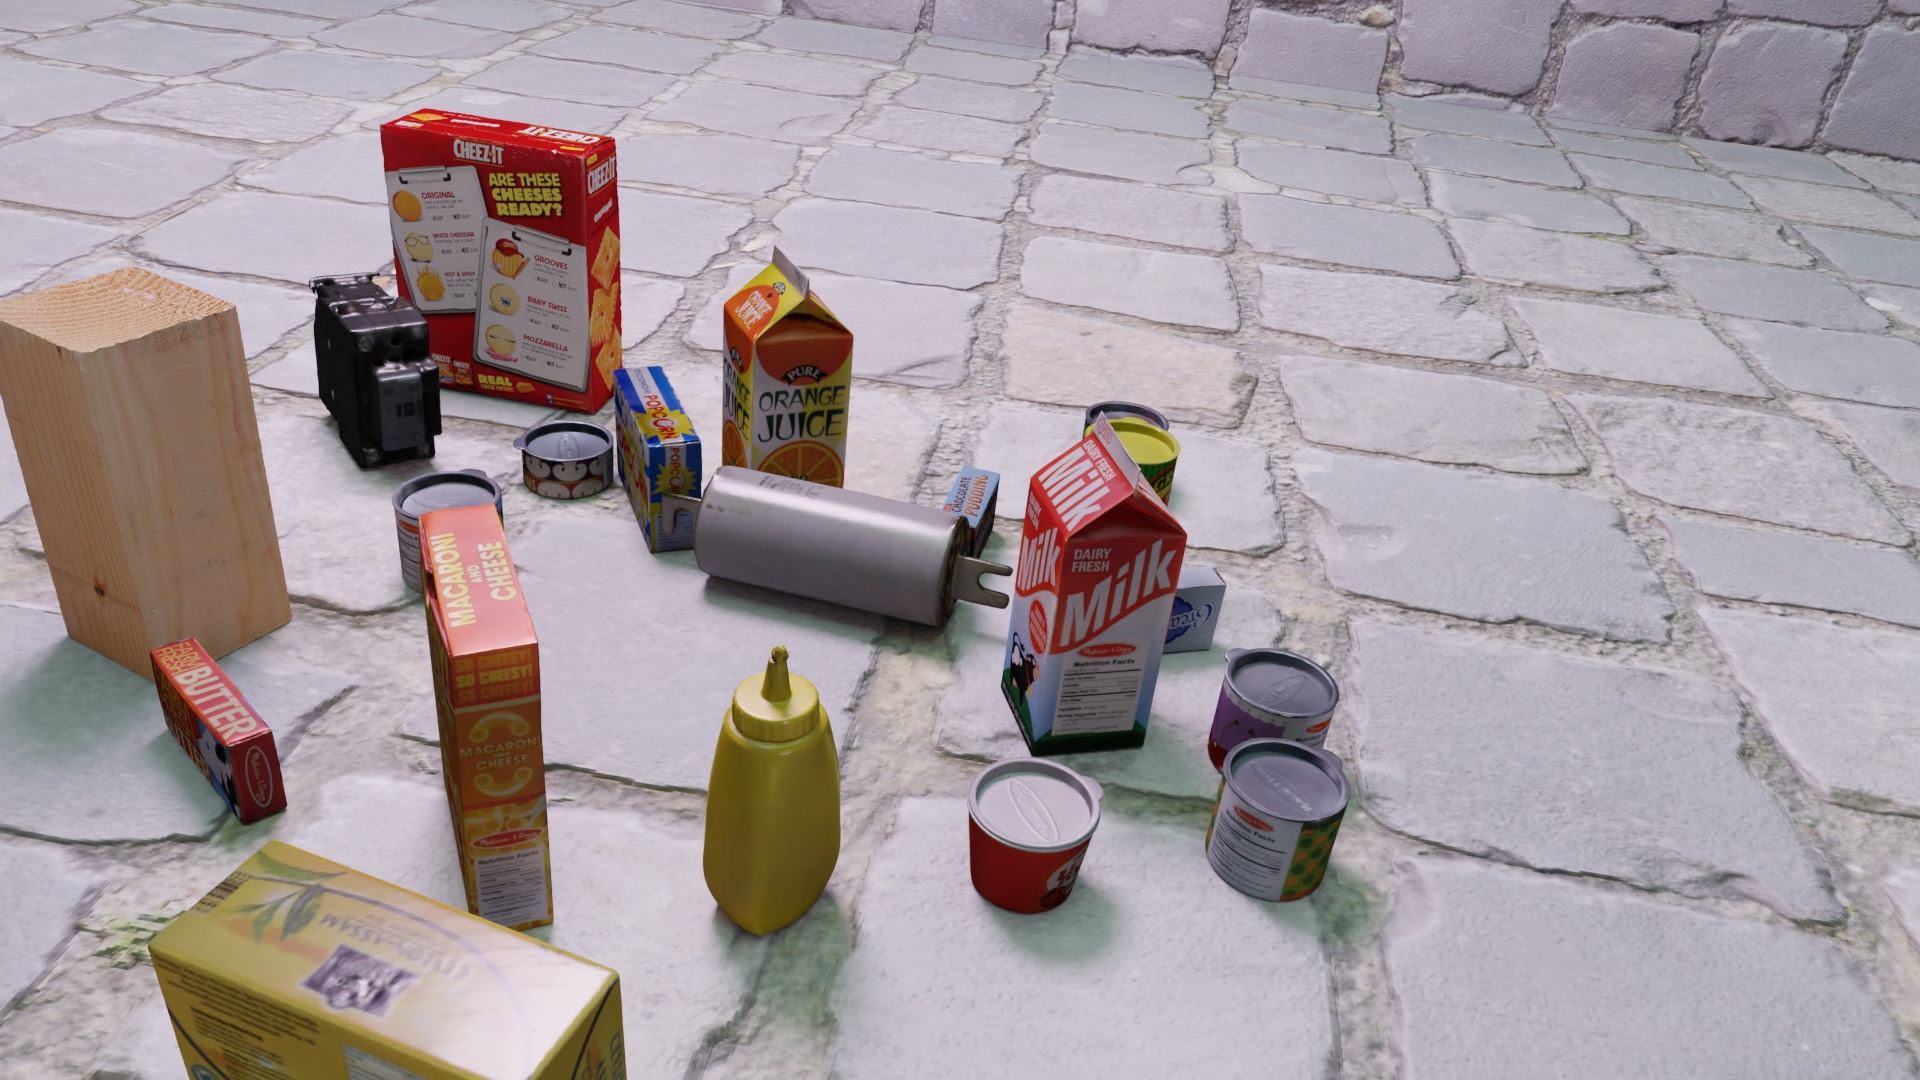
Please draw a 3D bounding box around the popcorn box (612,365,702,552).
[{"bbox_3d":[-0.216,-0.060,0.987,0.038,0.084,0.127,-7,33,-22],"label":"popcorn box"}]

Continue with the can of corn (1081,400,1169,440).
[{"bbox_3d":[0.129,-0.069,1.096,0.071,0.058,0.071,5,31,-3],"label":"can of corn"}]

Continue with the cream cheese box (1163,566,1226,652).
[{"bbox_3d":[0.118,0.048,0.904,0.104,0.053,0.024,-4,32,-17],"label":"cream cheese box"}]

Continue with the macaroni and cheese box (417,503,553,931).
[{"bbox_3d":[-0.227,0.085,0.663,0.040,0.165,0.124,-8,34,-24],"label":"macaroni and cheese box"}]

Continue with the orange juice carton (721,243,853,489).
[{"bbox_3d":[-0.123,-0.106,0.977,0.073,0.191,0.072,-8,34,-24],"label":"orange juice carton"}]

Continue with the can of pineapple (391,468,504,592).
[{"bbox_3d":[-0.328,-0.006,0.900,0.071,0.057,0.071,5,31,-3],"label":"can of pineapple"}]

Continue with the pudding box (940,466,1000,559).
[{"bbox_3d":[0.004,-0.012,0.985,0.030,0.049,0.084,12,31,8],"label":"pudding box"}]

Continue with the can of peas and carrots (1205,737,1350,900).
[{"bbox_3d":[0.170,0.148,0.743,0.071,0.058,0.071,5,31,-3],"label":"can of peas and carrots"}]

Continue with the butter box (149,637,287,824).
[{"bbox_3d":[-0.386,0.097,0.721,0.104,0.052,0.024,31,38,35],"label":"butter box"}]

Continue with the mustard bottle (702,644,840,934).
[{"bbox_3d":[-0.087,0.111,0.654,0.049,0.159,0.065,27,36,30],"label":"mustard bottle"}]

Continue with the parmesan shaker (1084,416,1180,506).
[{"bbox_3d":[0.113,-0.026,0.978,0.071,0.102,0.071,5,31,-3],"label":"parmesan shaker"}]

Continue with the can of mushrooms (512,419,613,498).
[{"bbox_3d":[-0.291,-0.060,1.022,0.071,0.033,0.071,5,31,-3],"label":"can of mushrooms"}]

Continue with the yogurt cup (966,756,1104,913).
[{"bbox_3d":[0.035,0.153,0.712,0.072,0.053,0.073,5,31,-3],"label":"yogurt cup"}]

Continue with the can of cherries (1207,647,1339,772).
[{"bbox_3d":[0.181,0.104,0.818,0.071,0.058,0.072,5,31,-3],"label":"can of cherries"}]

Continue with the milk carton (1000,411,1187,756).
[{"bbox_3d":[0.076,0.026,0.799,0.073,0.189,0.072,-2,32,-15],"label":"milk carton"}]
